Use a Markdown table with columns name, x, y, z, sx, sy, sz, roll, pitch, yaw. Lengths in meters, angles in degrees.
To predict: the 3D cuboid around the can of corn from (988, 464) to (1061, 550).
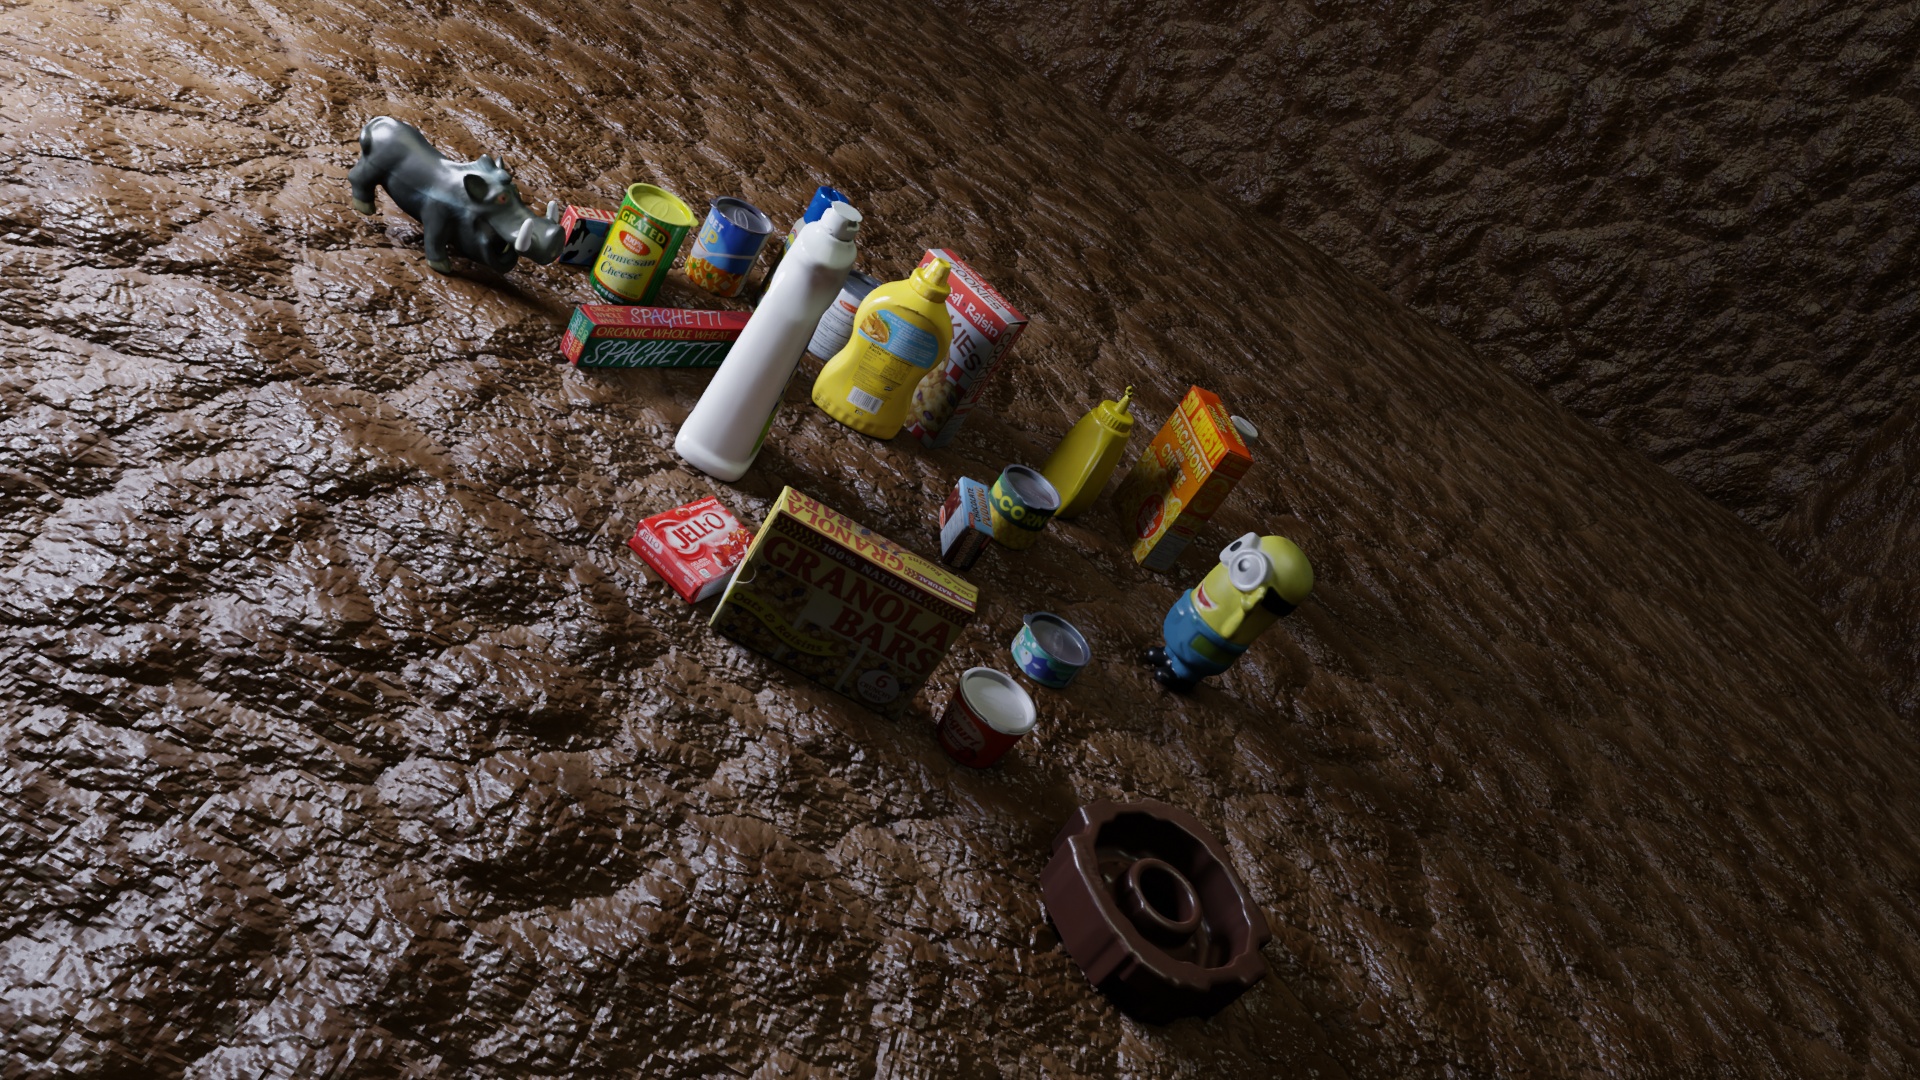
| name | x | y | z | sx | sy | sz | roll | pitch | yaw |
| --- | --- | --- | --- | --- | --- | --- | --- | --- | --- |
| can of corn | 0.057 | -0.031 | 1.377 | 0.071 | 0.058 | 0.071 | 25 | 31 | -16 |

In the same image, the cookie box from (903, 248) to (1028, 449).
| name | x | y | z | sx | sy | sz | roll | pitch | yaw |
| --- | --- | --- | --- | --- | --- | --- | --- | --- | --- |
| cookie box | -0.022 | -0.197 | 1.430 | 0.123 | 0.166 | 0.040 | 46 | 31 | 19 |

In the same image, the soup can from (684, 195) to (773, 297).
| name | x | y | z | sx | sy | sz | roll | pitch | yaw |
| --- | --- | --- | --- | --- | --- | --- | --- | --- | --- |
| soup can | -0.245 | -0.308 | 1.453 | 0.071 | 0.083 | 0.072 | 25 | 31 | -16 |

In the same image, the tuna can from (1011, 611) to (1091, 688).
| name | x | y | z | sx | sy | sz | roll | pitch | yaw |
| --- | --- | --- | --- | --- | --- | --- | --- | --- | --- |
| tuna can | 0.078 | 0.097 | 1.237 | 0.071 | 0.032 | 0.071 | 25 | 31 | -16 |

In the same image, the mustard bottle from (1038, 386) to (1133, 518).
| name | x | y | z | sx | sy | sz | roll | pitch | yaw |
| --- | --- | --- | --- | --- | --- | --- | --- | --- | --- |
| mustard bottle | 0.139 | -0.096 | 1.452 | 0.049 | 0.159 | 0.065 | 3 | 42 | -44 |

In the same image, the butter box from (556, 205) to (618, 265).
| name | x | y | z | sx | sy | sz | roll | pitch | yaw |
| --- | --- | --- | --- | --- | --- | --- | --- | --- | --- |
| butter box | -0.346 | -0.295 | 1.364 | 0.104 | 0.053 | 0.024 | -4 | 47 | -48 |

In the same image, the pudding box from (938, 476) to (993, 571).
| name | x | y | z | sx | sy | sz | roll | pitch | yaw |
| --- | --- | --- | --- | --- | --- | --- | --- | --- | --- |
| pudding box | 0.005 | -0.016 | 1.312 | 0.030 | 0.049 | 0.084 | 23 | 31 | -20 |

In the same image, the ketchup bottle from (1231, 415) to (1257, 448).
| name | x | y | z | sx | sy | sz | roll | pitch | yaw |
| --- | --- | --- | --- | --- | --- | --- | --- | --- | --- |
| ketchup bottle | 0.277 | -0.074 | 1.568 | 0.043 | 0.148 | 0.065 | 0 | 44 | -45 |

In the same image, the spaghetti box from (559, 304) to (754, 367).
| name | x | y | z | sx | sy | sz | roll | pitch | yaw |
| --- | --- | --- | --- | --- | --- | --- | --- | --- | --- |
| spaghetti box | -0.257 | -0.189 | 1.302 | 0.251 | 0.050 | 0.029 | -9 | 50 | -50 |

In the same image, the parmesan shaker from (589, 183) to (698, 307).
| name | x | y | z | sx | sy | sz | roll | pitch | yaw |
| --- | --- | --- | --- | --- | --- | --- | --- | --- | --- |
| parmesan shaker | -0.304 | -0.279 | 1.331 | 0.071 | 0.102 | 0.072 | 25 | 30 | -16 |

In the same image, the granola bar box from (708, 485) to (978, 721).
| name | x | y | z | sx | sy | sz | roll | pitch | yaw |
| --- | --- | --- | --- | --- | --- | --- | --- | --- | --- |
| granola bar box | -0.088 | 0.050 | 1.045 | 0.165 | 0.123 | 0.039 | 28 | 30 | -11 |

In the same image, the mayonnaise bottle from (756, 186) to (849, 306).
| name | x | y | z | sx | sy | sz | roll | pitch | yaw |
| --- | --- | --- | --- | --- | --- | --- | --- | --- | --- |
| mayonnaise bottle | -0.166 | -0.300 | 1.456 | 0.041 | 0.147 | 0.065 | 16 | 34 | -30 |

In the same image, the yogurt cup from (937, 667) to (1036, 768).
| name | x | y | z | sx | sy | sz | roll | pitch | yaw |
| --- | --- | --- | --- | --- | --- | --- | --- | --- | --- |
| yogurt cup | 0.018 | 0.141 | 1.090 | 0.072 | 0.053 | 0.073 | 25 | 31 | -16 |

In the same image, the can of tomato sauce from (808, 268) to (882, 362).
| name | x | y | z | sx | sy | sz | roll | pitch | yaw |
| --- | --- | --- | --- | --- | --- | --- | --- | --- | --- |
| can of tomato sauce | -0.124 | -0.238 | 1.474 | 0.071 | 0.082 | 0.071 | 25 | 31 | -16 |

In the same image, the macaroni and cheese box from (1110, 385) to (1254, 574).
| name | x | y | z | sx | sy | sz | roll | pitch | yaw |
| --- | --- | --- | --- | --- | --- | --- | --- | --- | --- |
| macaroni and cheese box | 0.236 | -0.065 | 1.498 | 0.040 | 0.165 | 0.124 | 19 | 33 | -26 |
